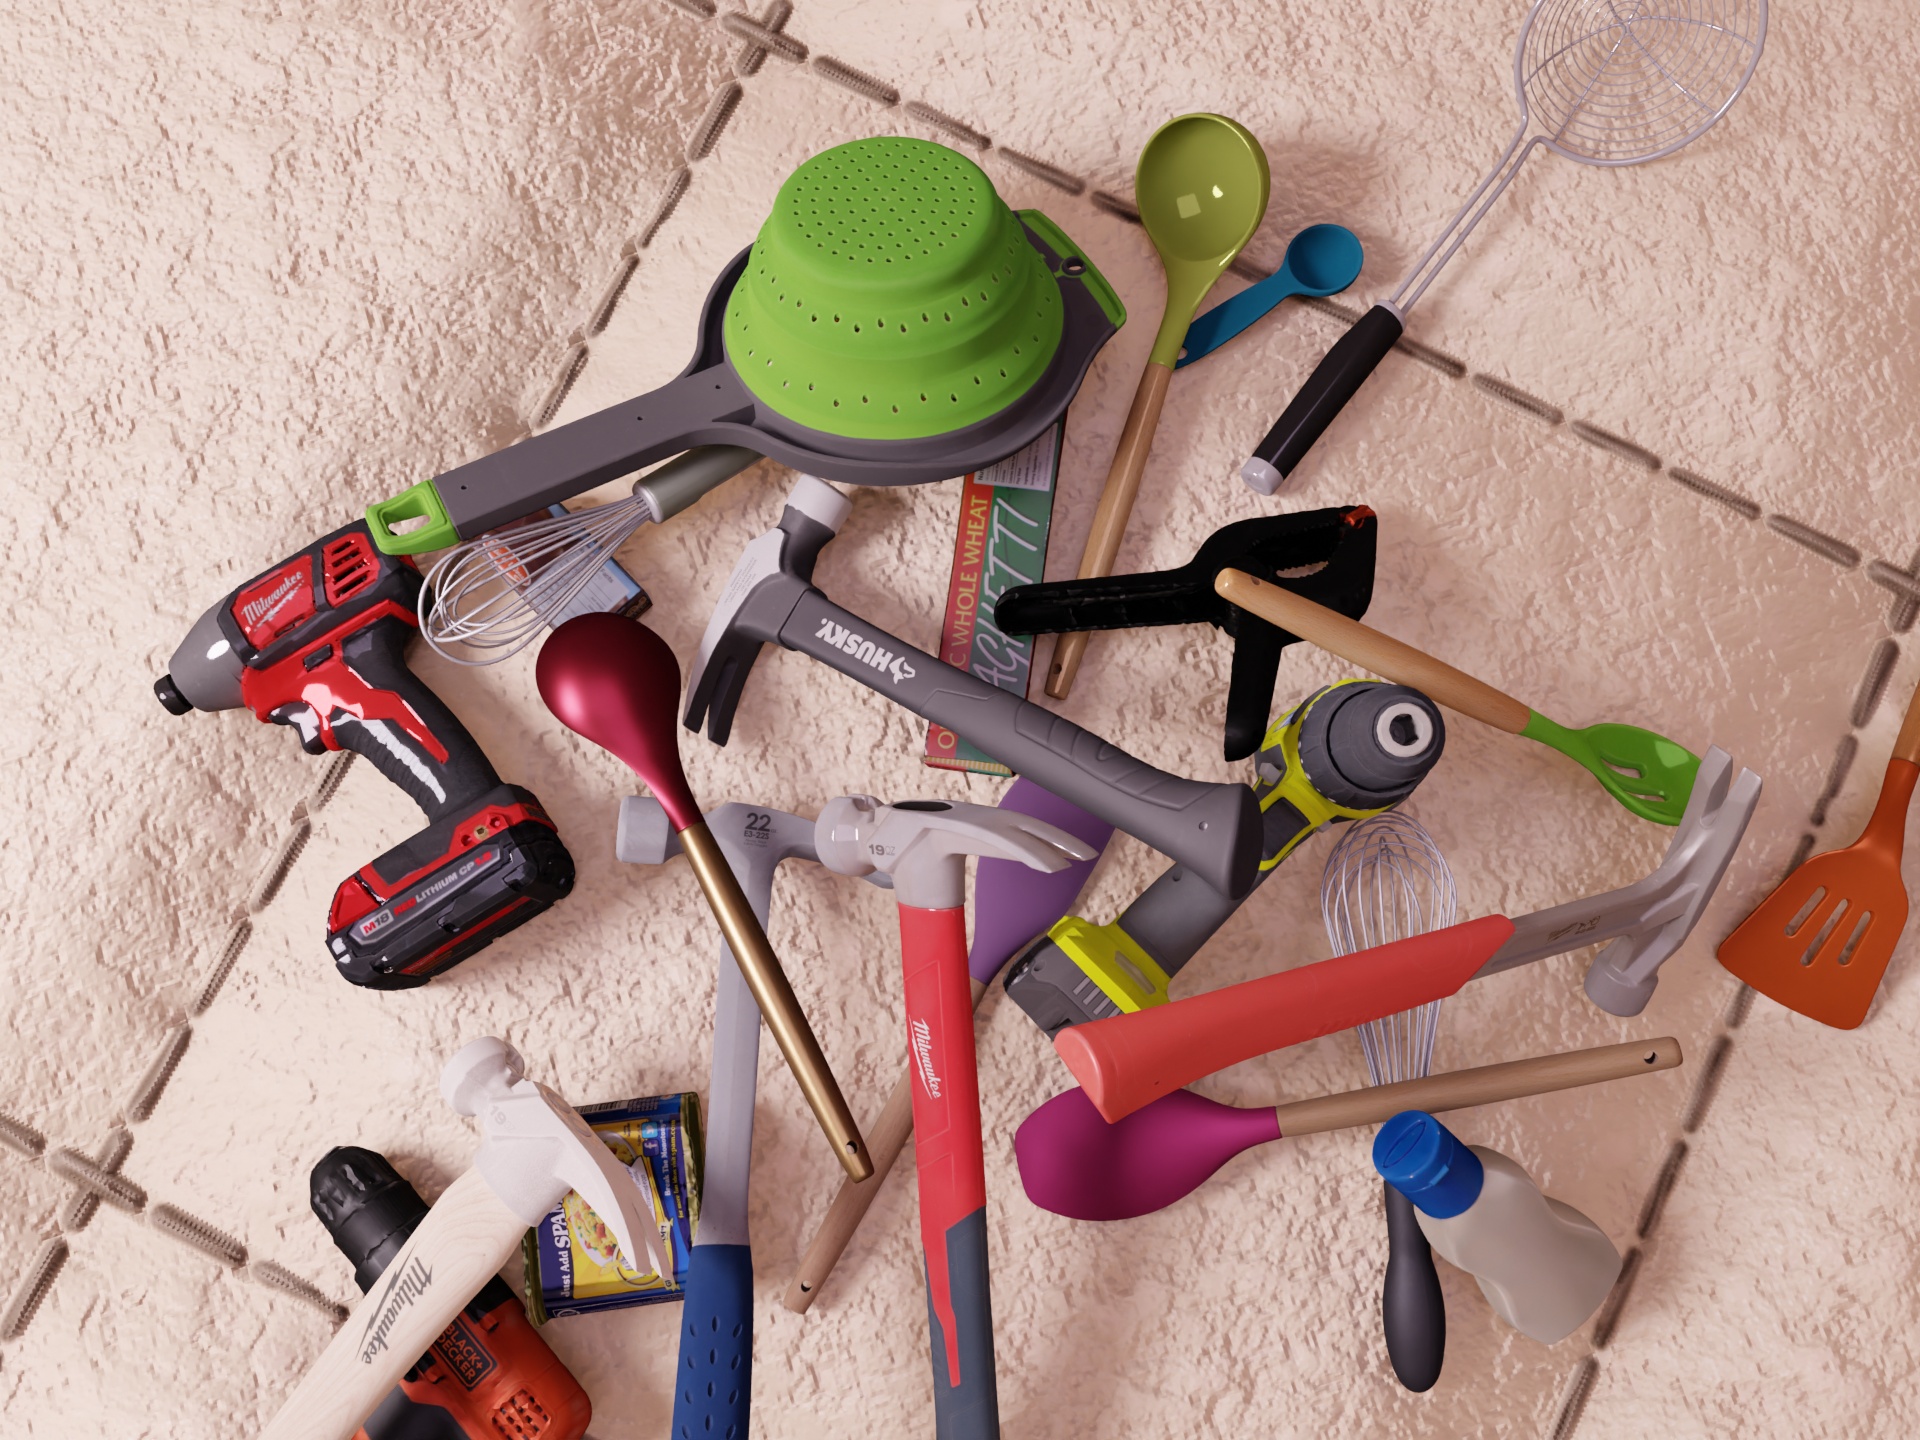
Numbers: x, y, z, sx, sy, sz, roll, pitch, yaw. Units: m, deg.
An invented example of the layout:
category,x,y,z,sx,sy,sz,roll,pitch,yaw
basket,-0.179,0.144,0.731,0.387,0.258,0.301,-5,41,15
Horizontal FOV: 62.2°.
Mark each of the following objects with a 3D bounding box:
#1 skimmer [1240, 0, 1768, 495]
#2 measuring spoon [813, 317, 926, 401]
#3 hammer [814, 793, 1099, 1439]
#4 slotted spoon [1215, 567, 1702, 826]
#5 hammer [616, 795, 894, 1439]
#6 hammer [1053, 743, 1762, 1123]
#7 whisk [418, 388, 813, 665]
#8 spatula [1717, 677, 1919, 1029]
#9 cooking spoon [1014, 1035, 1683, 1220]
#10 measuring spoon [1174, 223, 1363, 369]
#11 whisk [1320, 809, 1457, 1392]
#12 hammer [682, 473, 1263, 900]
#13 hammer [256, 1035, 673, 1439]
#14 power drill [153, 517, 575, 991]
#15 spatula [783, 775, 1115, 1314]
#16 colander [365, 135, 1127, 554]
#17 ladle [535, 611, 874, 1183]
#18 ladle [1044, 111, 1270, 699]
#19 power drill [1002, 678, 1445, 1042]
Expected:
category,x,y,z,sx,sy,sz,roll,pitch,yaw
skimmer,0.283,-0.262,0.847,0.127,0.090,0.363,42,84,-26
measuring spoon,-0.045,-0.190,0.872,0.117,0.011,0.021,38,82,9
hammer,0.008,0.228,0.713,0.038,0.143,0.386,-13,102,-45
slotted spoon,0.252,-0.011,0.775,0.313,0.031,0.070,22,38,-22
hammer,-0.102,0.229,0.725,0.144,0.035,0.406,6,64,-11
hammer,0.204,0.103,0.700,0.359,0.149,0.037,-9,37,-28
whisk,-0.166,-0.106,0.814,0.246,0.058,0.059,-36,116,-23
spatula,0.501,0.005,0.840,0.081,0.041,0.323,28,77,4
cooking spoon,0.179,0.188,0.764,0.319,0.017,0.069,-14,83,14
measuring spoon,0.164,-0.227,0.879,0.128,0.021,0.042,-32,72,3
whisk,0.219,0.187,0.789,0.070,0.070,0.285,-2,85,-1
hammer,-0.001,-0.002,0.740,0.335,0.035,0.146,29,86,37
hammer,-0.298,0.340,0.687,0.146,0.038,0.410,36,83,32
power drill,-0.302,0.019,0.800,0.143,0.078,0.220,-31,80,-6
spatula,-0.007,0.153,0.808,0.060,0.018,0.316,28,80,4
colander,-0.107,-0.189,0.777,0.397,0.094,0.205,-25,59,-14
ladle,-0.119,0.075,0.760,0.069,0.031,0.316,-24,74,-20
ladle,0.092,-0.167,0.843,0.078,0.062,0.320,15,84,35
power drill,0.127,0.070,0.741,0.228,0.190,0.080,-45,85,-3
